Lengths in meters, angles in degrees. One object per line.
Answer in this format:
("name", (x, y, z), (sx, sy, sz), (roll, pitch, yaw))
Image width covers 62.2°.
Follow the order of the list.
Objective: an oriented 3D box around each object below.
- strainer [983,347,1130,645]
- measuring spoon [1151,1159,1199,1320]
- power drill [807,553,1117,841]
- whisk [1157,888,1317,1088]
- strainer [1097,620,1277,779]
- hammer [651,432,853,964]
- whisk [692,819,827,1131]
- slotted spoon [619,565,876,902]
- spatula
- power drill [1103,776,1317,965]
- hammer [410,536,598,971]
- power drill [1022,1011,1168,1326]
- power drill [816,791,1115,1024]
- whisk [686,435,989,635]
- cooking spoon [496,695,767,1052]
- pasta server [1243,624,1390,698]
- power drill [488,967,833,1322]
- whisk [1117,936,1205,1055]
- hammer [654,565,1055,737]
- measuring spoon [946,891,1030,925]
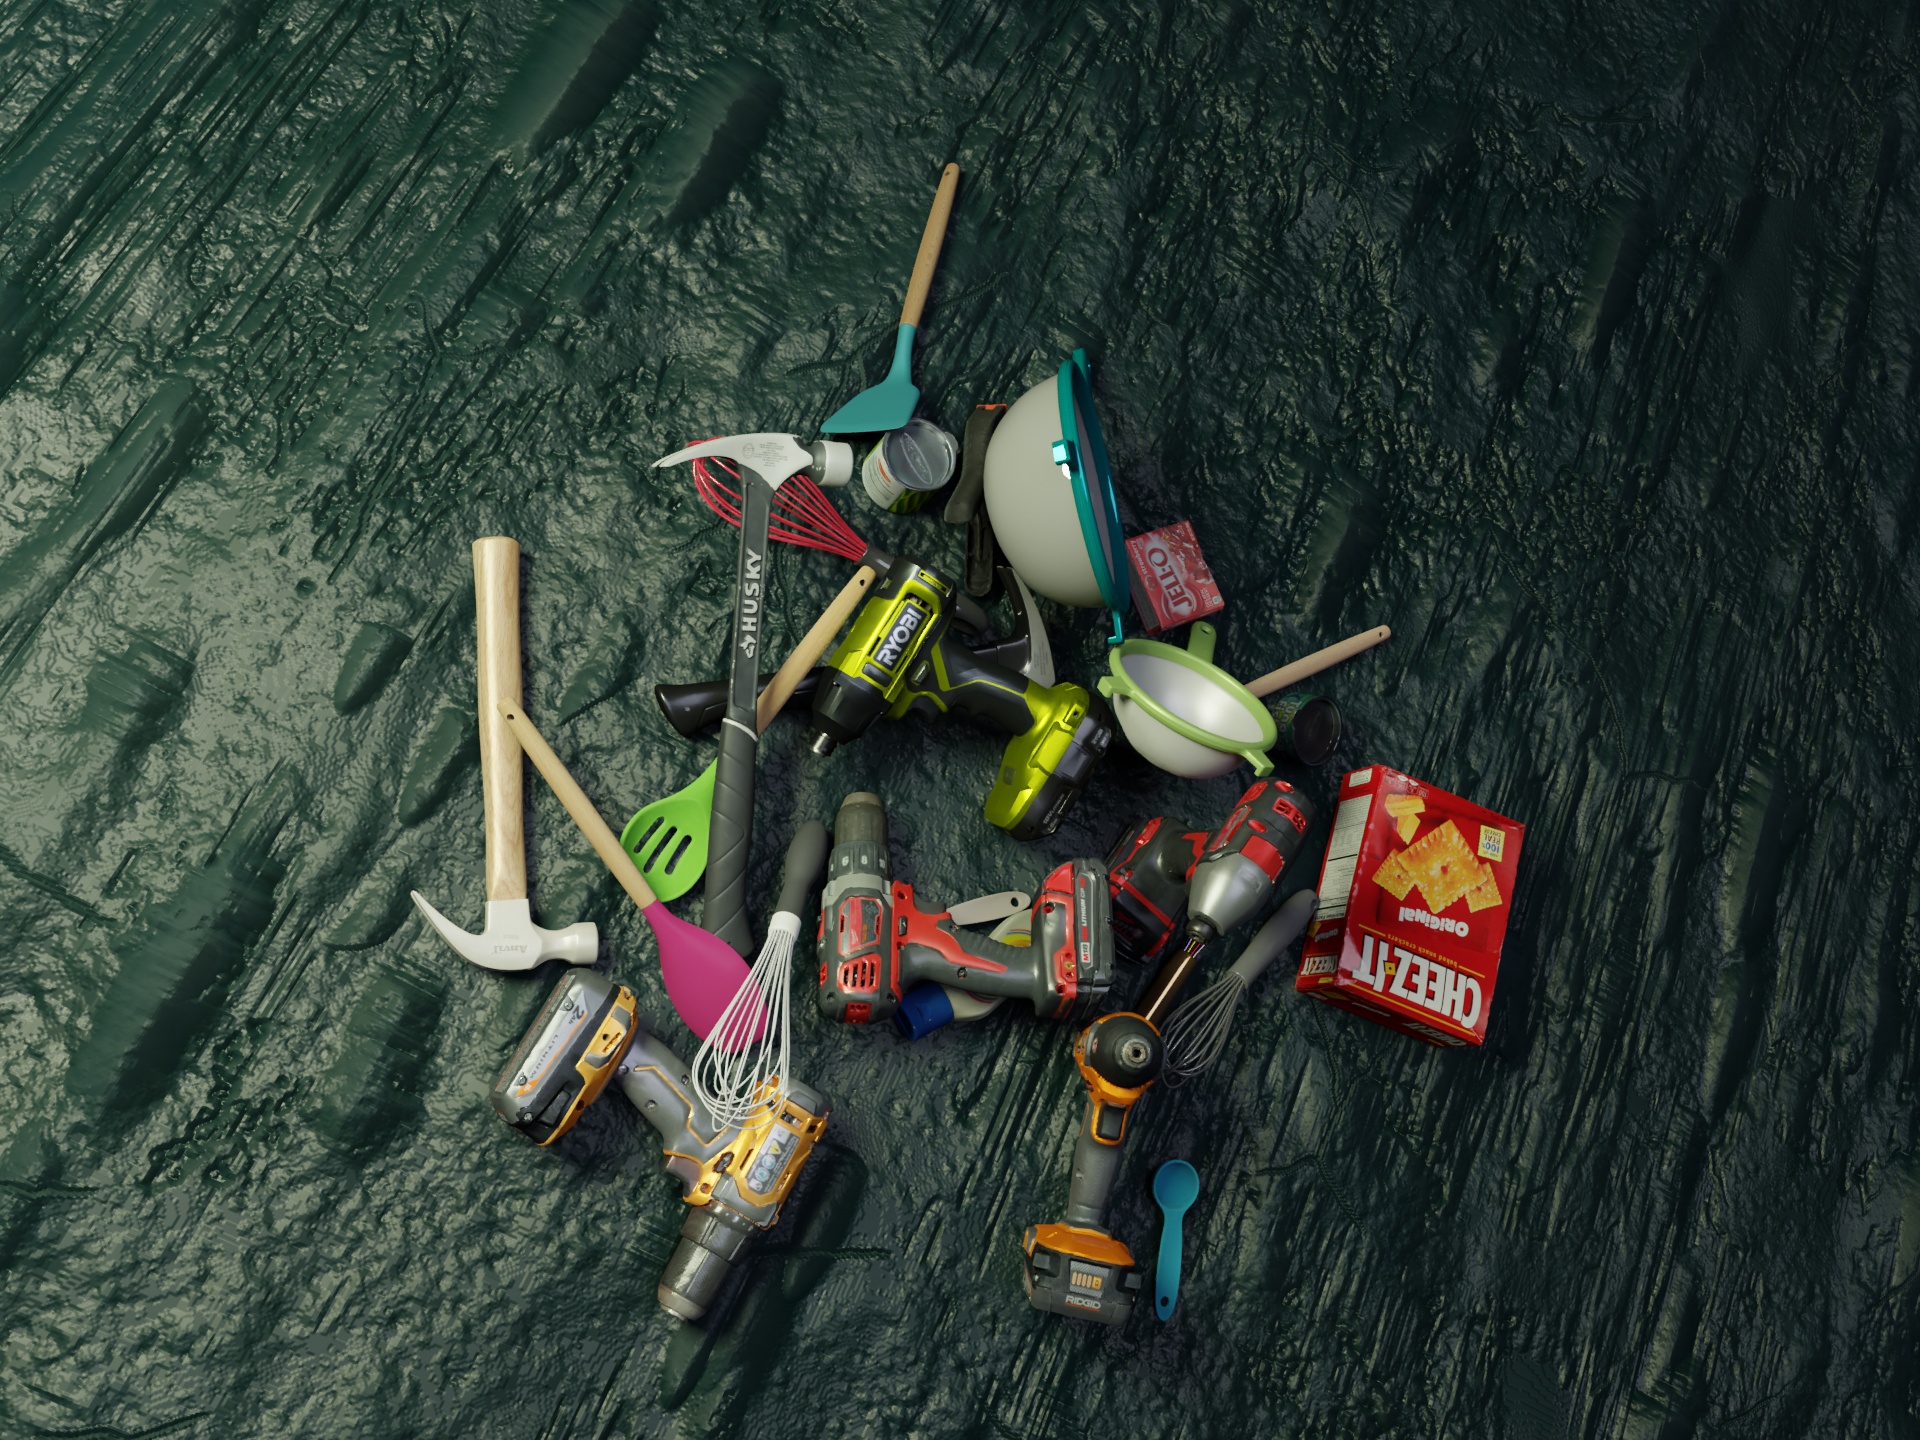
("strainer", (0.073, -0.222, 1.352), (0.095, 0.210, 0.341), (-12, 38, 12))
("measuring spoon", (0.169, 0.426, 1.310), (0.042, 0.021, 0.129), (9, 83, -19))
("power drill", (-0.002, -0.004, 1.278), (0.223, 0.080, 0.171), (33, 86, -18))
("whisk", (0.241, 0.226, 1.371), (0.239, 0.055, 0.055), (-42, 94, -30))
("strainer", (0.187, -0.018, 1.346), (0.151, 0.069, 0.256), (27, 24, 0))
("hammer", (-0.169, -0.013, 1.199), (0.149, 0.036, 0.409), (2, 96, -28))
("whisk", (-0.139, 0.180, 1.179), (0.070, 0.070, 0.285), (27, 42, -14))
("slotted spoon", (-0.161, 0.006, 1.240), (0.070, 0.031, 0.314), (39, 80, -18))
("spatula", (-0.043, -0.375, 1.407), (0.044, 0.082, 0.318), (49, 49, -55))
("power drill", (0.185, 0.128, 1.275), (0.078, 0.219, 0.143), (41, 66, -8))
("hammer", (-0.347, 0.022, 1.195), (0.130, 0.031, 0.331), (-1, 77, -22))
("power drill", (0.108, 0.336, 1.219), (0.084, 0.164, 0.226), (12, 77, 1))
("power drill", (0.001, 0.147, 1.251), (0.226, 0.080, 0.188), (3, 59, -6))
("whisk", (-0.099, -0.149, 1.323), (0.295, 0.073, 0.073), (30, 68, -18))
("cooking spoon", (-0.247, 0.116, 1.184), (0.069, 0.017, 0.319), (-32, 99, 12))
("pasta server", (0.283, -0.032, 1.456), (0.316, 0.040, 0.060), (-22, 98, -26))
("power drill", (-0.225, 0.305, 1.148), (0.226, 0.084, 0.185), (35, 68, -15))
("whisk", (0.205, 0.184, 1.368), (0.051, 0.047, 0.245), (42, 69, -9))
("hammer", (-0.082, -0.038, 1.299), (0.334, 0.035, 0.146), (-8, 101, -20))
("measuring spoon", (0.003, 0.161, 1.311), (0.124, 0.018, 0.034), (-9, 74, -30))
